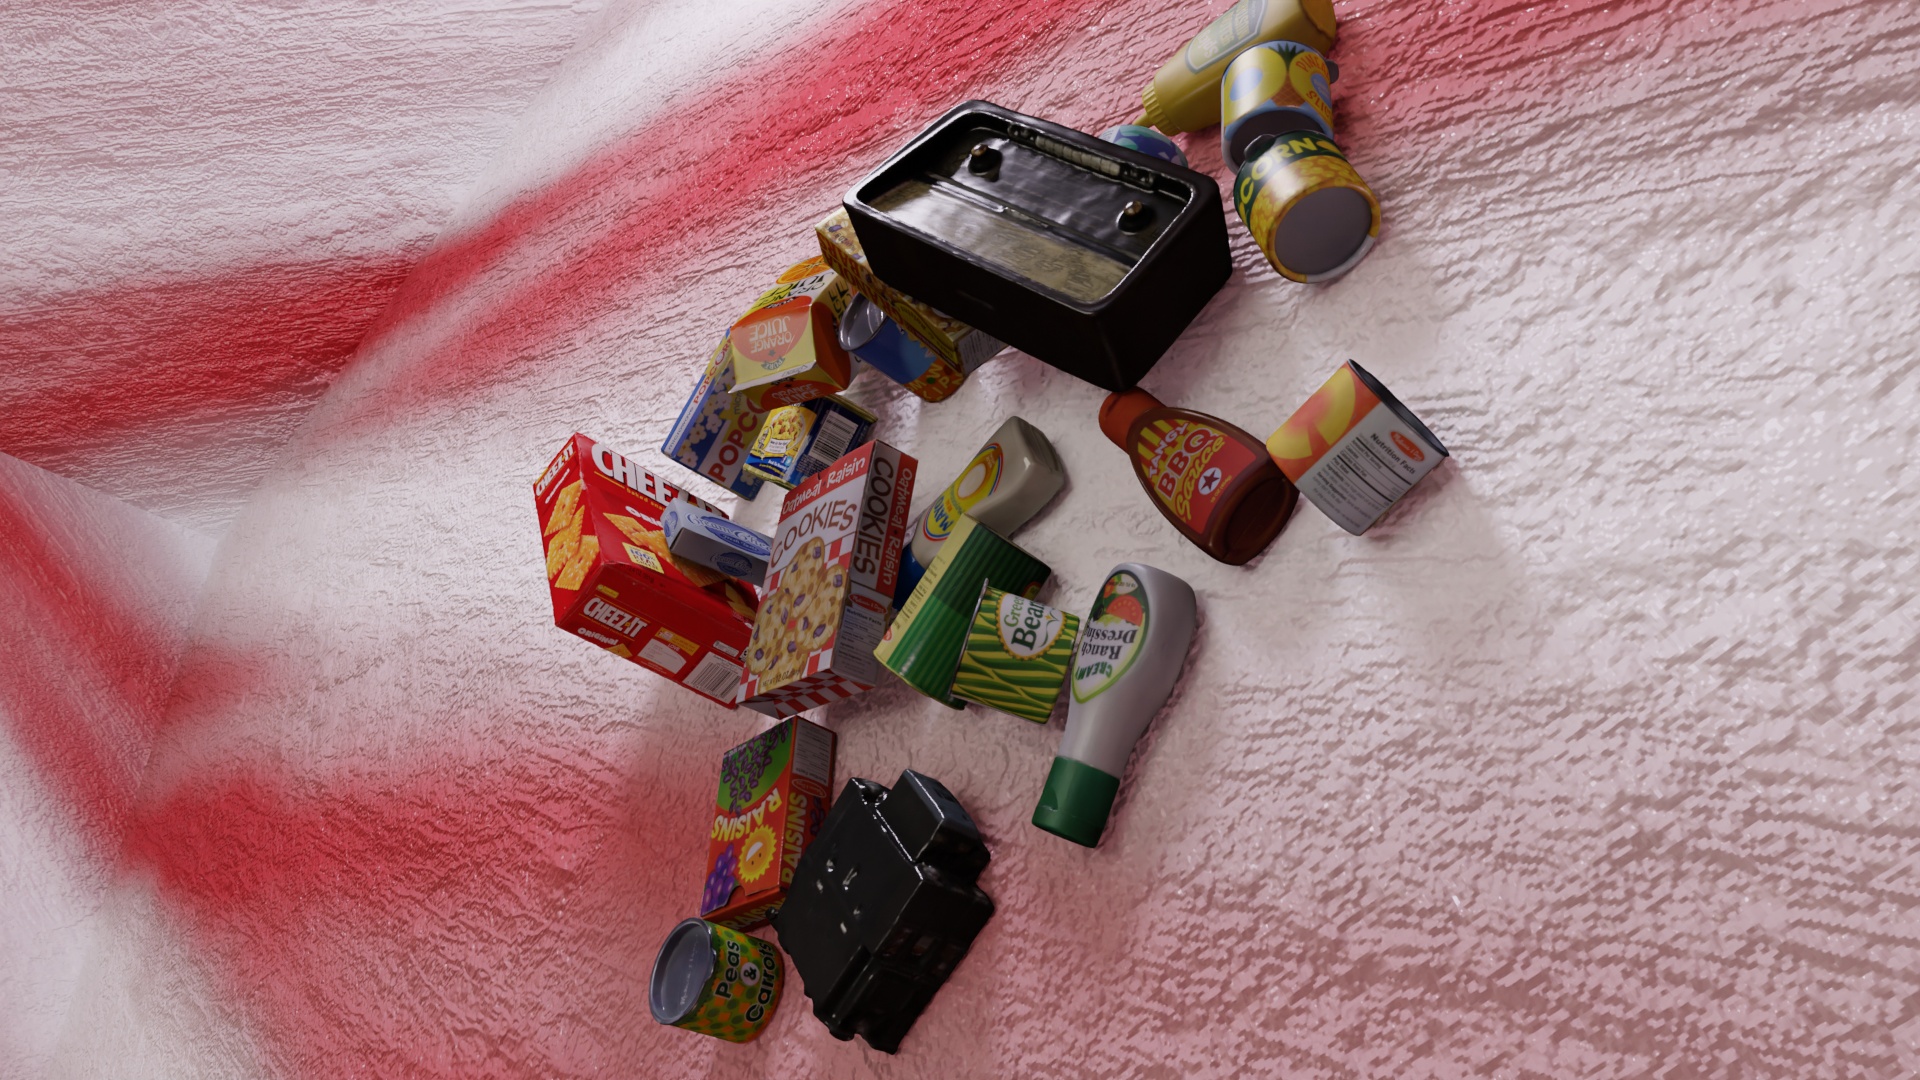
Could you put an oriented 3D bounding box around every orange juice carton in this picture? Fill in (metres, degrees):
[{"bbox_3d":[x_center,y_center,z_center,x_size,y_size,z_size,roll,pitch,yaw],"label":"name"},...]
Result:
[{"bbox_3d":[-0.117,-0.161,1.077,0.072,0.072,0.194,-12,26,21],"label":"orange juice carton"}]

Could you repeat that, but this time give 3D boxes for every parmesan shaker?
[{"bbox_3d":[0.002,0.043,0.847,0.103,0.071,0.071,-57,33,3],"label":"parmesan shaker"}]

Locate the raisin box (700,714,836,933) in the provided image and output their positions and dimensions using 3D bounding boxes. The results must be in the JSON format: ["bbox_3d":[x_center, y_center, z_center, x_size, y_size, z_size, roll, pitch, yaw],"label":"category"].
[{"bbox_3d":[-0.128,0.190,0.931,0.086,0.040,0.124,-29,44,36],"label":"raisin box"}]

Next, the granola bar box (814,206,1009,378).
[{"bbox_3d":[-0.005,-0.201,0.972,0.124,0.039,0.166,-36,56,-16],"label":"granola bar box"}]

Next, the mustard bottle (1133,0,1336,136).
[{"bbox_3d":[0.169,-0.308,0.917,0.159,0.049,0.065,-27,44,39],"label":"mustard bottle"}]

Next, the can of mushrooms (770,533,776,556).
[{"bbox_3d":[-0.113,0.000,1.063,0.070,0.033,0.071,-33,41,35],"label":"can of mushrooms"}]

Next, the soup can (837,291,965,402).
[{"bbox_3d":[-0.037,-0.152,1.035,0.071,0.083,0.072,-32,42,35],"label":"soup can"}]

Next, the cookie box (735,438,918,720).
[{"bbox_3d":[-0.091,0.027,0.941,0.122,0.040,0.168,-25,48,49],"label":"cookie box"}]

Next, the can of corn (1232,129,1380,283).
[{"bbox_3d":[0.191,-0.187,0.775,0.071,0.071,0.058,-43,38,24],"label":"can of corn"}]

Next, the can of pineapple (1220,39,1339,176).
[{"bbox_3d":[0.191,-0.256,0.833,0.070,0.071,0.058,-25,47,41],"label":"can of pineapple"}]

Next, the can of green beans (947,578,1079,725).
[{"bbox_3d":[0.030,0.065,0.780,0.071,0.058,0.071,6,-78,-88],"label":"can of green beans"}]

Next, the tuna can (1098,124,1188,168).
[{"bbox_3d":[0.118,-0.241,0.920,0.071,0.071,0.033,0,60,53],"label":"tuna can"}]

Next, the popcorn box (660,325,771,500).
[{"bbox_3d":[-0.191,-0.109,1.203,0.038,0.085,0.127,23,83,56],"label":"popcorn box"}]

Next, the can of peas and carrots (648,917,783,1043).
[{"bbox_3d":[-0.153,0.278,0.877,0.070,0.058,0.071,-32,43,35],"label":"can of peas and carrots"}]

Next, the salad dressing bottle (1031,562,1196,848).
[{"bbox_3d":[0.080,0.086,0.734,0.064,0.044,0.148,1,66,56],"label":"salad dressing bottle"}]

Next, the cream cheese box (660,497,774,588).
[{"bbox_3d":[-0.181,0.005,1.086,0.024,0.104,0.053,-57,32,15],"label":"cream cheese box"}]

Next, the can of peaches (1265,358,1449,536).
[{"bbox_3d":[0.190,-0.045,0.672,0.058,0.071,0.071,-47,35,20],"label":"can of peaches"}]

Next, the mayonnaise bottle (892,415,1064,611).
[{"bbox_3d":[0.003,-0.011,0.912,0.147,0.041,0.065,-45,36,22],"label":"mayonnaise bottle"}]

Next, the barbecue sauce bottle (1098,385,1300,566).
[{"bbox_3d":[0.126,-0.045,0.775,0.064,0.043,0.149,-55,33,10],"label":"barbecue sauce bottle"}]
